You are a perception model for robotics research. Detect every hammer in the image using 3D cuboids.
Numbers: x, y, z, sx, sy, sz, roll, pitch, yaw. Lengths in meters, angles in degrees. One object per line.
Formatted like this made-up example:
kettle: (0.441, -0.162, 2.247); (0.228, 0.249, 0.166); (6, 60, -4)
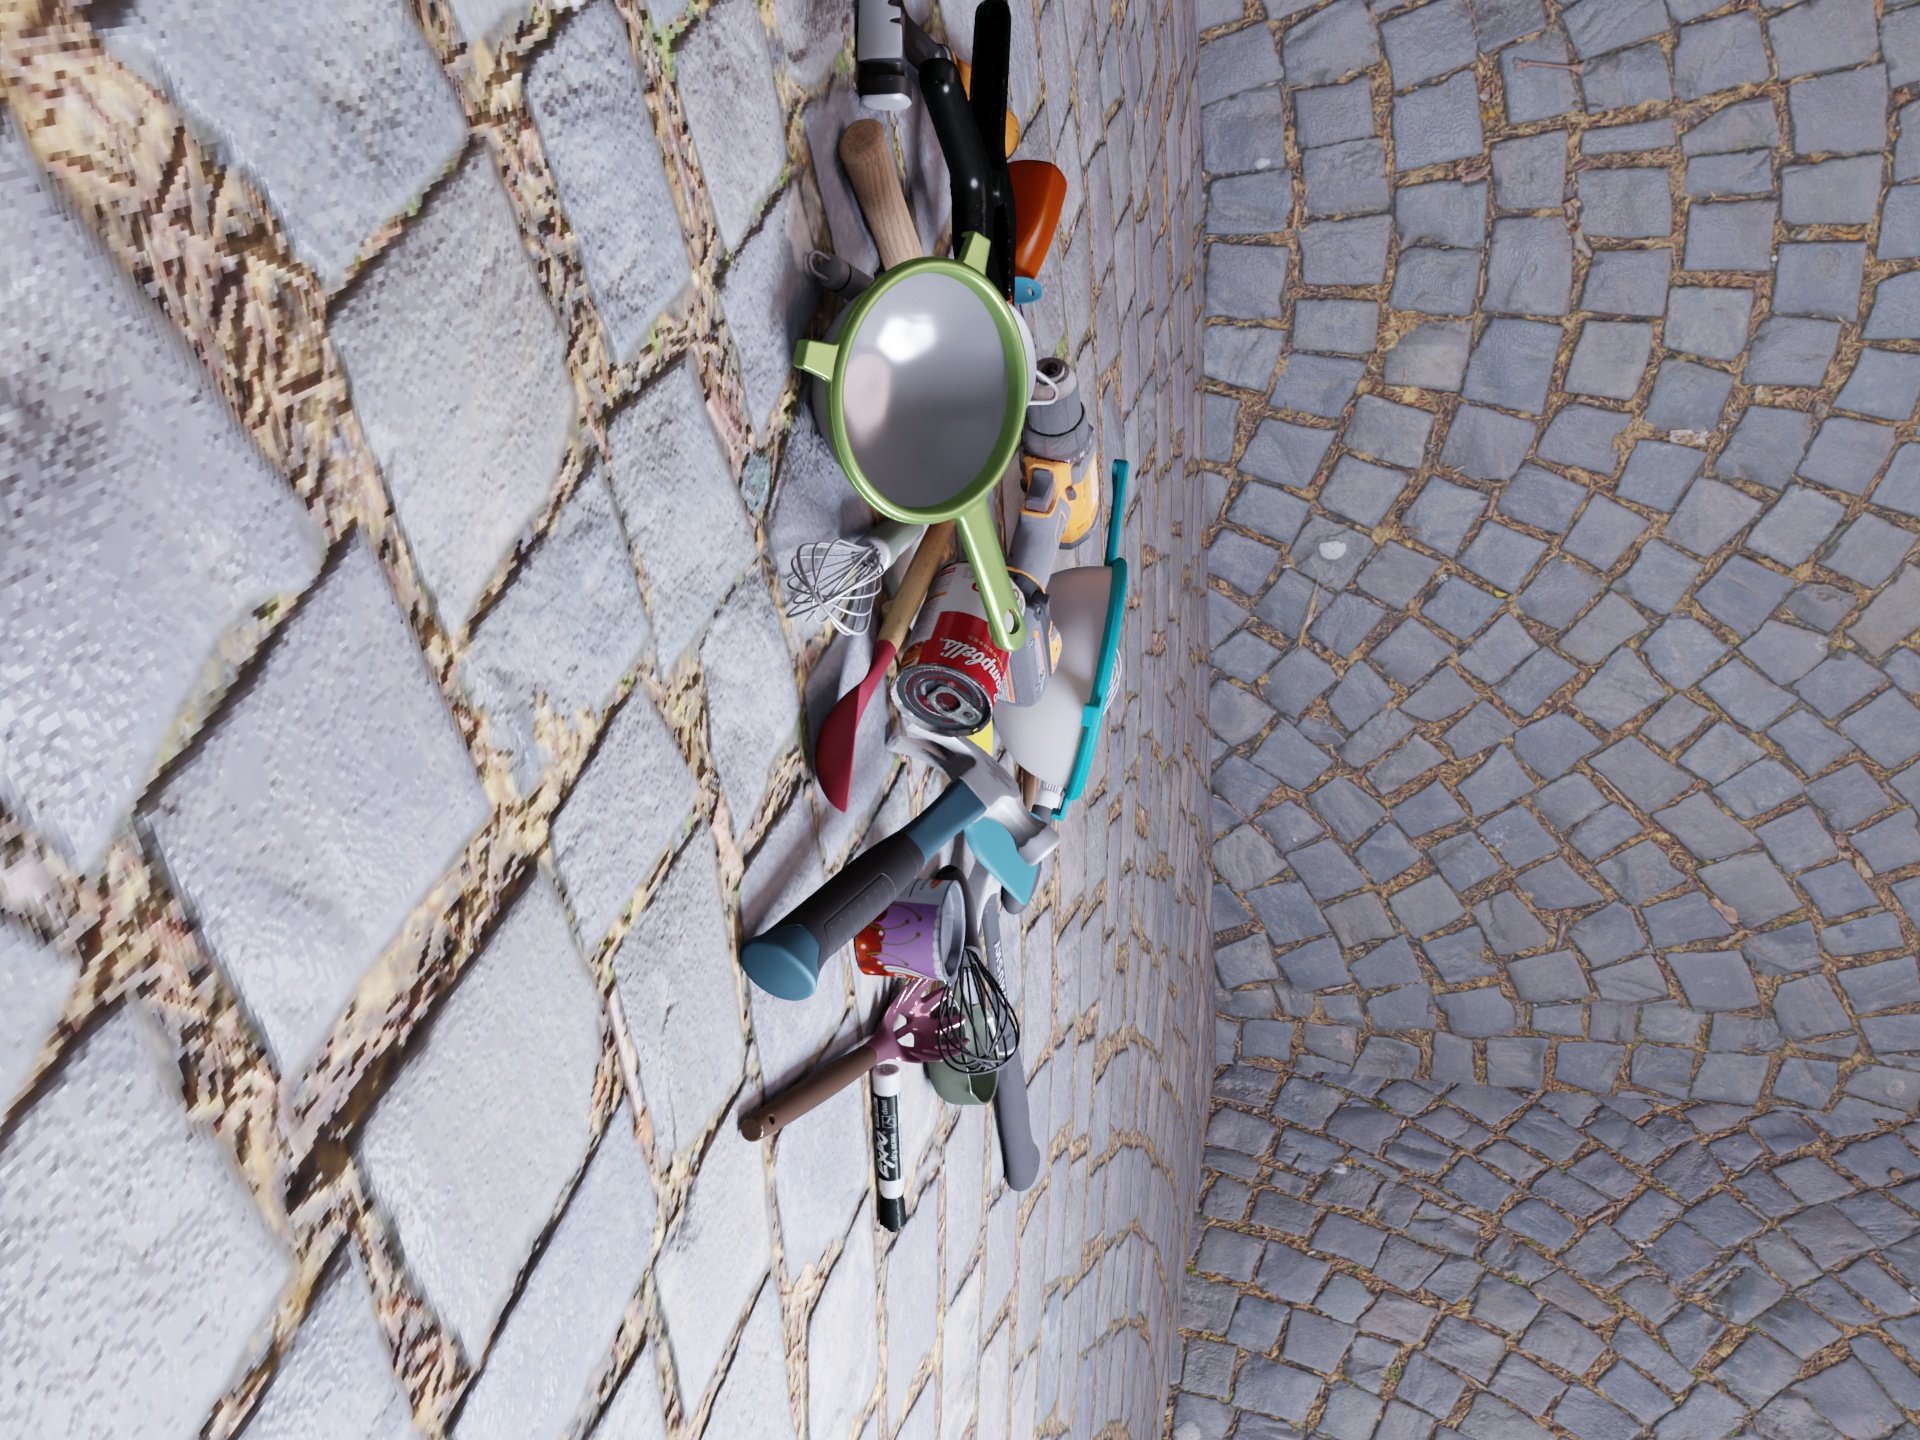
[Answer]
hammer: (-0.008, -0.459, 1.118); (0.337, 0.034, 0.127); (-26, 118, -74)
hammer: (-0.024, -0.270, 1.080); (0.331, 0.031, 0.130); (63, 31, -61)
hammer: (-0.037, 0.086, 0.969); (0.128, 0.033, 0.331); (49, 27, 2)
hammer: (0.037, 0.273, 1.368); (0.149, 0.036, 0.408); (-60, 152, -45)

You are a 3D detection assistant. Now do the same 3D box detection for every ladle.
ladle: (-0.039, -0.063, 1.015); (0.316, 0.031, 0.069); (-69, 175, -45)

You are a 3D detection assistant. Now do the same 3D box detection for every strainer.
strainer: (-0.019, -0.152, 0.956); (0.151, 0.069, 0.256); (-41, 129, -28)
strainer: (-0.019, -0.244, 1.000); (0.258, 0.050, 0.087); (14, 87, -58)
strainer: (0.086, -0.098, 1.387); (0.210, 0.095, 0.341); (100, 1, -61)

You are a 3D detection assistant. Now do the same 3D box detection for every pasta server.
pasta server: (-0.061, 0.210, 0.984); (0.060, 0.040, 0.316); (64, 14, 7)

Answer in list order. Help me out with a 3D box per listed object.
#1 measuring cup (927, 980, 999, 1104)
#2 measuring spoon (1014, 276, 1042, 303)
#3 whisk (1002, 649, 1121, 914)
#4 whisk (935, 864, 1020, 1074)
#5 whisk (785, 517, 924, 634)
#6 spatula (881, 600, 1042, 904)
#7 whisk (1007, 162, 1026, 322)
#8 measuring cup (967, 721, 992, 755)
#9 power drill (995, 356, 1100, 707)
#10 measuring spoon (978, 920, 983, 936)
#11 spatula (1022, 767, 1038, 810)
measuring cup: (-0.014, 0.218, 1.192); (0.083, 0.038, 0.167); (-69, 144, -54)
measuring spoon: (0.021, -0.322, 1.201); (0.128, 0.021, 0.042); (-21, 101, -52)
whisk: (0.090, 0.045, 1.473); (0.070, 0.070, 0.285); (57, 49, -66)
whisk: (0.002, 0.168, 1.114); (0.239, 0.055, 0.055); (-104, -172, -64)
whisk: (-0.055, -0.097, 0.955); (0.059, 0.058, 0.246); (53, 18, -7)
spatula: (0.002, 0.020, 1.165); (0.317, 0.044, 0.082); (68, 30, -49)
whisk: (0.034, -0.346, 1.302); (0.047, 0.051, 0.245); (138, -44, -67)
measuring cup: (-0.002, -0.004, 1.202); (0.156, 0.029, 0.062); (62, 33, -66)
power drill: (0.053, -0.148, 1.222); (0.185, 0.084, 0.226); (78, 28, -57)
measuring spoon: (0.016, 0.144, 1.339); (0.034, 0.018, 0.124); (68, 35, -56)
spatula: (0.072, -0.072, 1.512); (0.059, 0.018, 0.316); (23, 69, -75)
